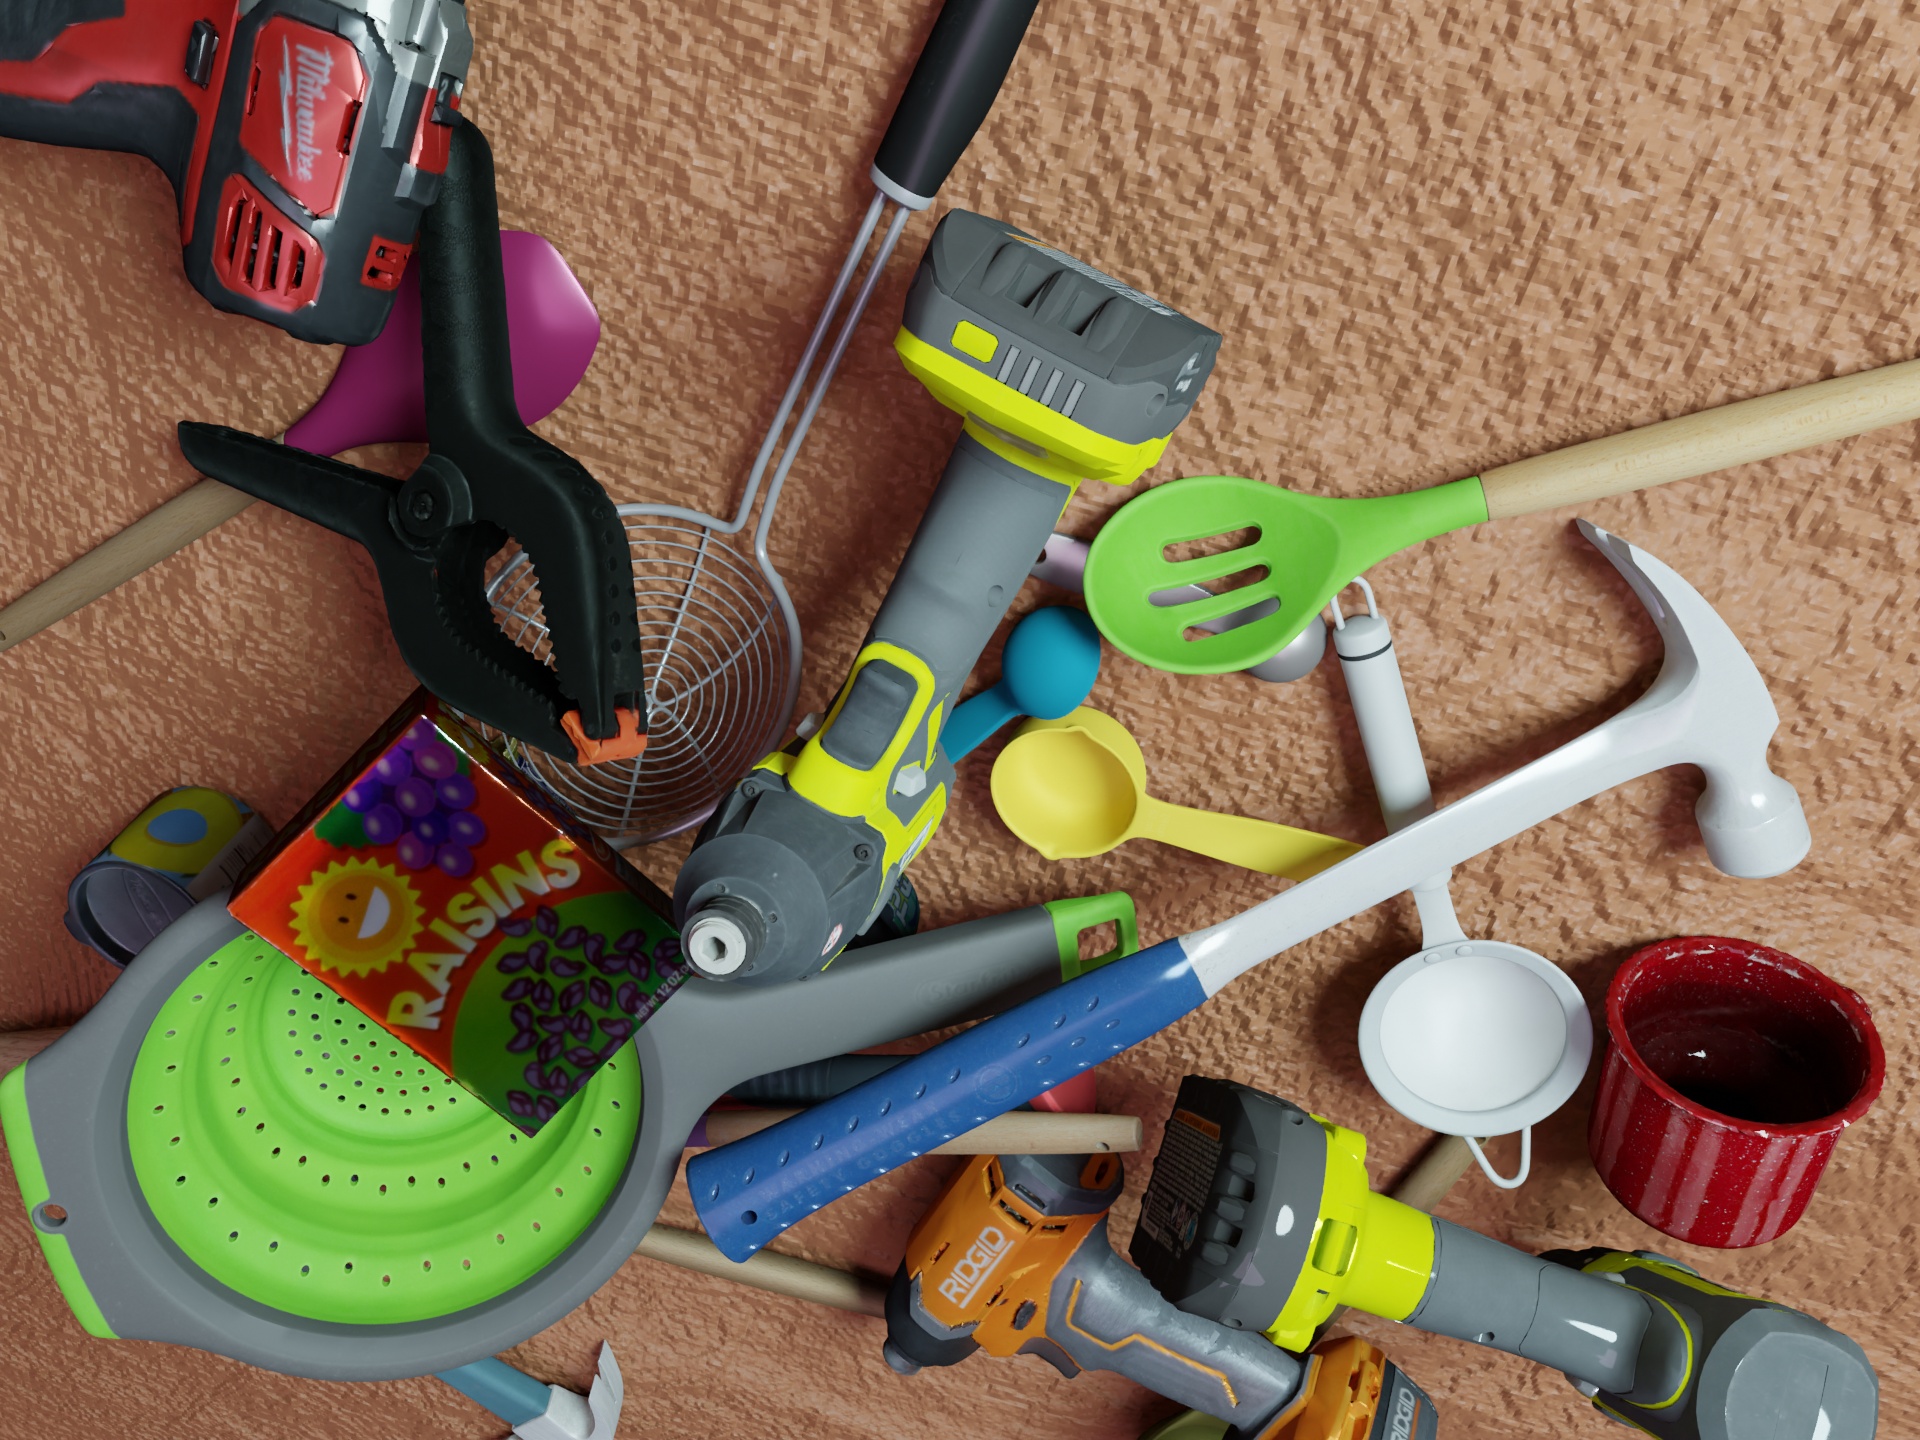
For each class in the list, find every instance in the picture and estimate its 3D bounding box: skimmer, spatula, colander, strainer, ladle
[{"bbox_3d":[-0.060,-0.113,0.498,0.127,0.090,0.363,41,123,16],"label":"skimmer"},{"bbox_3d":[-0.151,0.269,0.788,0.317,0.082,0.044,16,85,-4],"label":"spatula"},{"bbox_3d":[-0.080,0.167,0.656,0.316,0.018,0.059,-4,124,20],"label":"spatula"},{"bbox_3d":[-0.130,0.112,0.607,0.397,0.095,0.204,-12,108,-13],"label":"colander"},{"bbox_3d":[0.177,0.061,0.595,0.087,0.050,0.258,-15,113,15],"label":"strainer"},{"bbox_3d":[0.163,0.292,0.738,0.078,0.062,0.320,19,122,-12],"label":"ladle"}]

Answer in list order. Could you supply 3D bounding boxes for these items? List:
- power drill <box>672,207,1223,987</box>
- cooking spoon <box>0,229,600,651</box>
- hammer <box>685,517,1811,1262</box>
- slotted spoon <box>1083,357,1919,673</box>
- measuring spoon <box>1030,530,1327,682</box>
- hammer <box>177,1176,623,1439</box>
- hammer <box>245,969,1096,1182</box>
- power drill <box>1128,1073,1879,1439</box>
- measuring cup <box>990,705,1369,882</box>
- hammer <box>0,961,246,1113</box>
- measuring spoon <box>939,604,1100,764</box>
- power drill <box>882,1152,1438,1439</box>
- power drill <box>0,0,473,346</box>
[{"bbox_3d":[-0.011,-0.030,0.476,0.080,0.171,0.223,28,108,4],"label":"power drill"},{"bbox_3d":[-0.265,-0.091,0.595,0.319,0.017,0.068,-23,114,23],"label":"cooking spoon"},{"bbox_3d":[0.088,0.076,0.551,0.405,0.035,0.144,-28,112,4],"label":"hammer"},{"bbox_3d":[0.193,-0.075,0.506,0.314,0.031,0.070,-14,75,15],"label":"slotted spoon"},{"bbox_3d":[0.070,-0.041,0.562,0.124,0.018,0.034,19,124,-1],"label":"measuring spoon"},{"bbox_3d":[-0.311,0.309,0.832,0.128,0.033,0.330,-31,119,25],"label":"hammer"},{"bbox_3d":[-0.130,0.170,0.709,0.386,0.038,0.143,0,124,17],"label":"hammer"},{"bbox_3d":[0.187,0.208,0.599,0.228,0.190,0.080,20,81,-1],"label":"power drill"},{"bbox_3d":[0.089,0.033,0.593,0.156,0.029,0.062,15,124,7],"label":"measuring cup"},{"bbox_3d":[-0.478,0.173,0.798,0.331,0.031,0.130,-11,119,18],"label":"hammer"},{"bbox_3d":[-0.001,-0.002,0.589,0.021,0.042,0.128,17,139,-41],"label":"measuring spoon"},{"bbox_3d":[0.074,0.289,0.707,0.226,0.084,0.164,36,117,8],"label":"power drill"},{"bbox_3d":[-0.248,-0.232,0.456,0.226,0.080,0.188,20,105,-3],"label":"power drill"}]
